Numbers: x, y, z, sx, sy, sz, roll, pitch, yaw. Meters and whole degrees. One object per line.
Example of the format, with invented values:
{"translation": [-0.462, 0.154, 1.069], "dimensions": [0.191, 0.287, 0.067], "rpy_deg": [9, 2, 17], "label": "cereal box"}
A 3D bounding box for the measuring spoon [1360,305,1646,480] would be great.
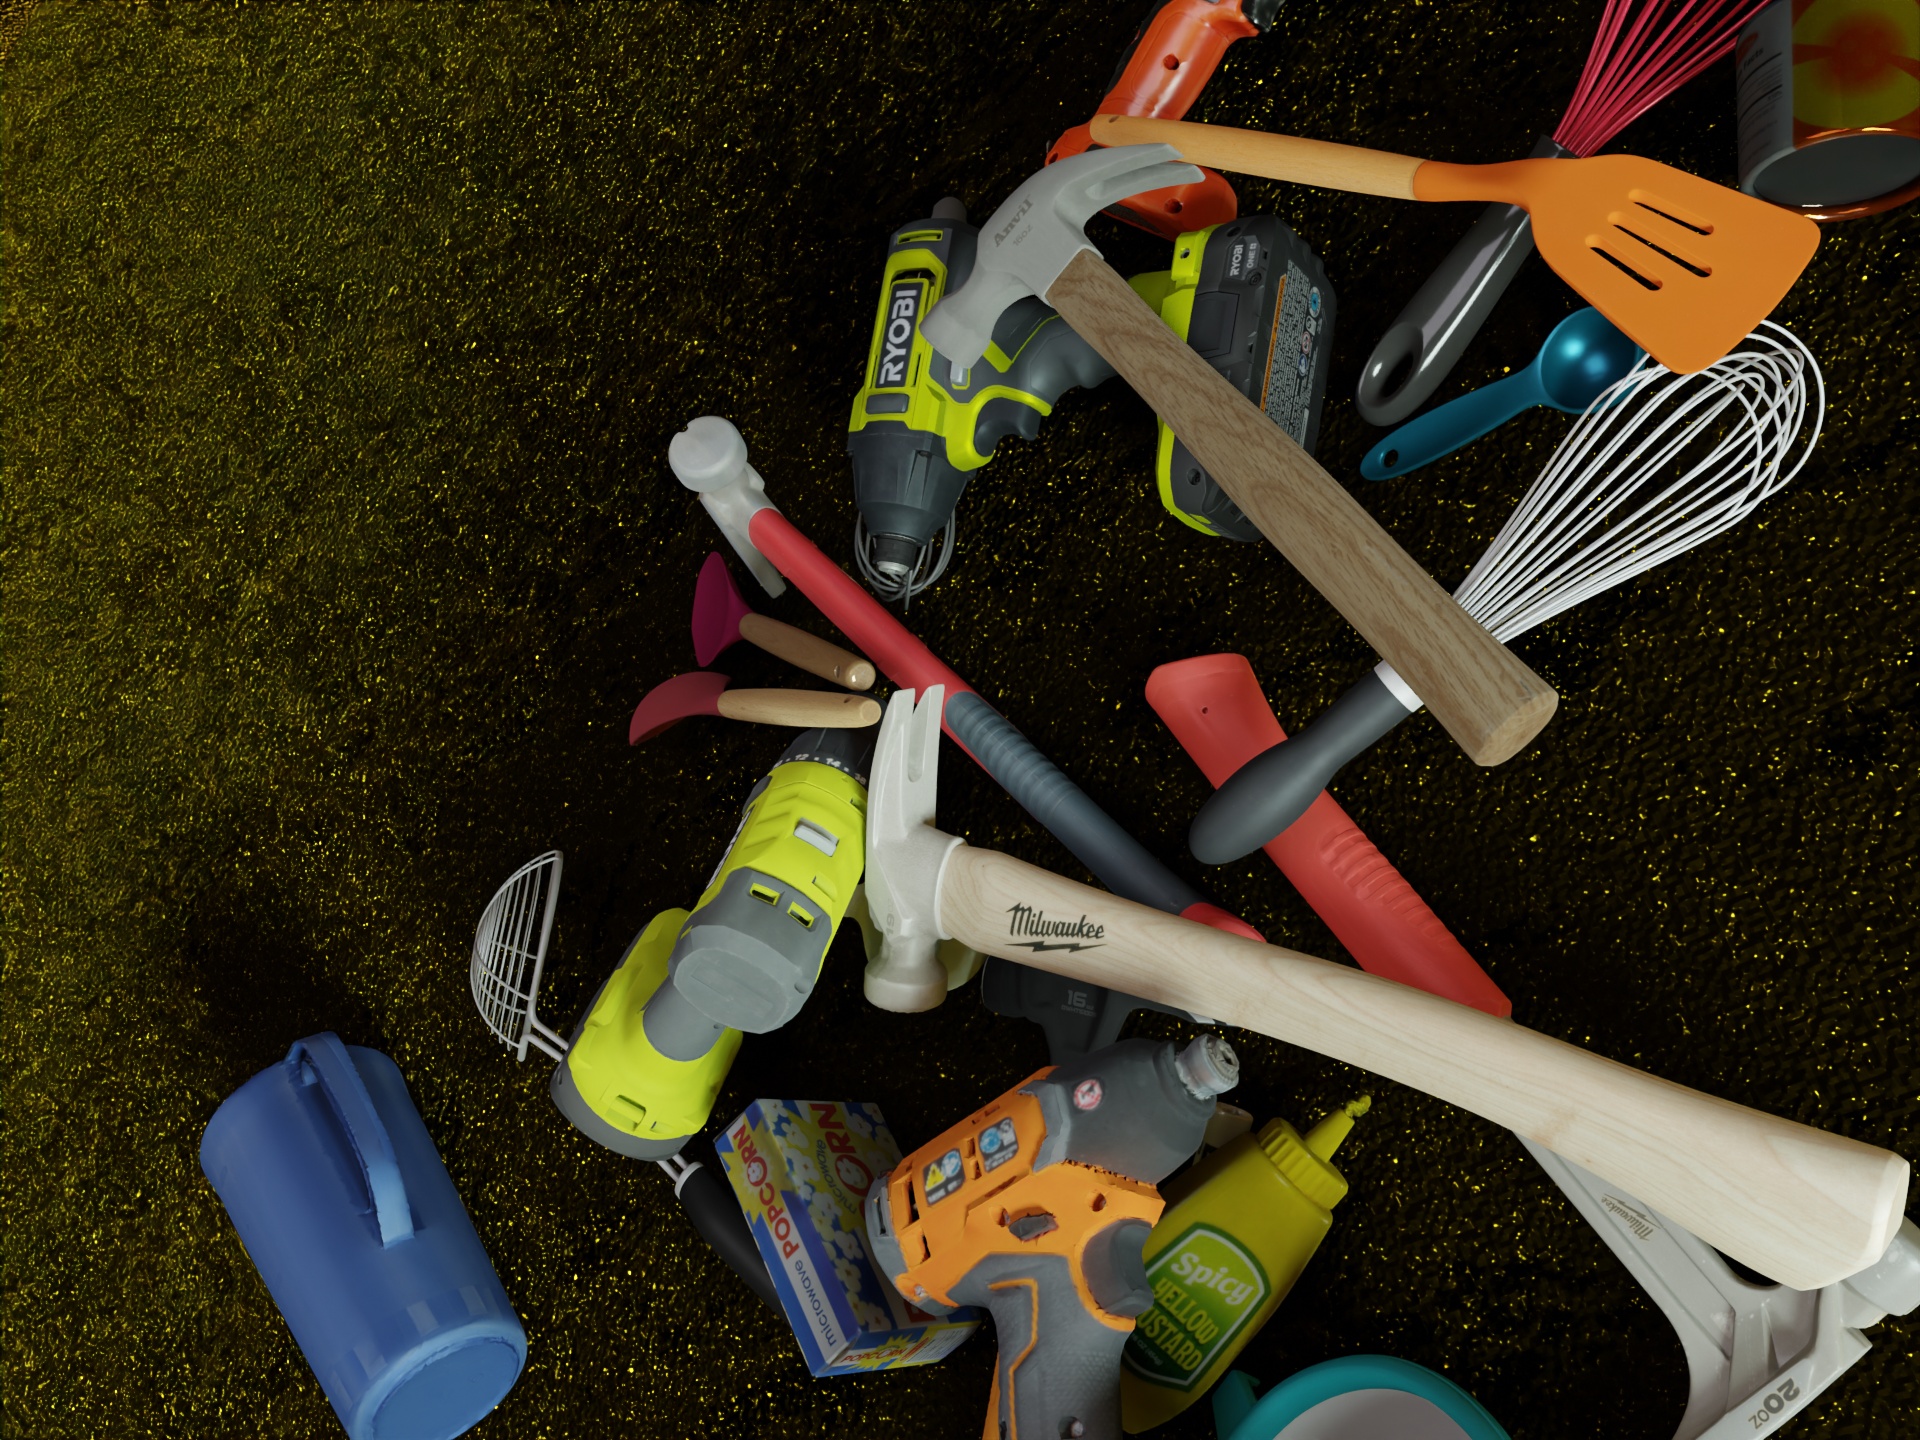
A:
{"translation": [0.220, -0.125, 0.647], "dimensions": [0.128, 0.021, 0.042], "rpy_deg": [-24, 65, 46], "label": "measuring spoon"}

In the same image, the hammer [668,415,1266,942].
{"translation": [-0.001, -0.002, 0.773], "dimensions": [0.038, 0.143, 0.387], "rpy_deg": [-43, 61, -7], "label": "hammer"}

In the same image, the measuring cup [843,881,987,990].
{"translation": [-0.037, 0.095, 0.815], "dimensions": [0.168, 0.038, 0.083], "rpy_deg": [0, 81, 58], "label": "measuring cup"}

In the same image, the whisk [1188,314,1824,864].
{"translation": [0.194, -0.037, 0.595], "dimensions": [0.284, 0.070, 0.070], "rpy_deg": [-43, 54, 19], "label": "whisk"}

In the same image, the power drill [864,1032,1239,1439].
{"translation": [0.054, 0.225, 0.550], "dimensions": [0.164, 0.084, 0.227], "rpy_deg": [-39, 44, 25], "label": "power drill"}

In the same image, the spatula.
{"translation": [0.167, -0.211, 0.635], "dimensions": [0.081, 0.041, 0.323], "rpy_deg": [-46, 44, -13], "label": "spatula"}

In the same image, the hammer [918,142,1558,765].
{"translation": [0.108, -0.112, 0.621], "dimensions": [0.130, 0.031, 0.332], "rpy_deg": [-49, 57, 20], "label": "hammer"}

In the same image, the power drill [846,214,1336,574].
{"translation": [0.049, -0.149, 0.740], "dimensions": [0.223, 0.080, 0.171], "rpy_deg": [6, 84, 35], "label": "power drill"}

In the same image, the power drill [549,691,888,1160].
{"translation": [-0.109, 0.101, 0.787], "dimensions": [0.228, 0.080, 0.191], "rpy_deg": [-51, 11, 41], "label": "power drill"}

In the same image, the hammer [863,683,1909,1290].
{"translation": [0.119, 0.093, 0.591], "dimensions": [0.411, 0.038, 0.146], "rpy_deg": [15, 107, 39], "label": "hammer"}

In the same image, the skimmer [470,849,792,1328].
{"translation": [-0.167, 0.208, 0.900], "dimensions": [0.364, 0.090, 0.127], "rpy_deg": [36, 122, 31], "label": "skimmer"}

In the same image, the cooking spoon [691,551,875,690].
{"translation": [-0.103, -0.046, 0.843], "dimensions": [0.319, 0.017, 0.069], "rpy_deg": [-155, 73, -66], "label": "cooking spoon"}

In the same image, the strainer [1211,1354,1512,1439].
{"translation": [0.183, 0.309, 0.463], "dimensions": [0.340, 0.095, 0.211], "rpy_deg": [-32, 37, 57], "label": "strainer"}

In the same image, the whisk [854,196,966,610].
{"translation": [-0.019, -0.174, 0.856], "dimensions": [0.055, 0.055, 0.239], "rpy_deg": [-6, 71, 41], "label": "whisk"}

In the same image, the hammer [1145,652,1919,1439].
{"translation": [0.175, 0.107, 0.612], "dimensions": [0.149, 0.036, 0.359], "rpy_deg": [-51, 51, 20], "label": "hammer"}

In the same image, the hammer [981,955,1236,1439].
{"translation": [0.038, 0.274, 0.696], "dimensions": [0.127, 0.034, 0.337], "rpy_deg": [5, 83, 44], "label": "hammer"}

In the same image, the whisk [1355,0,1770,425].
{"translation": [0.249, -0.239, 0.619], "dimensions": [0.295, 0.073, 0.073], "rpy_deg": [-55, 49, 25], "label": "whisk"}

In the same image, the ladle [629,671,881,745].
{"translation": [-0.111, -0.006, 0.822], "dimensions": [0.031, 0.069, 0.315], "rpy_deg": [61, 157, -15], "label": "ladle"}
